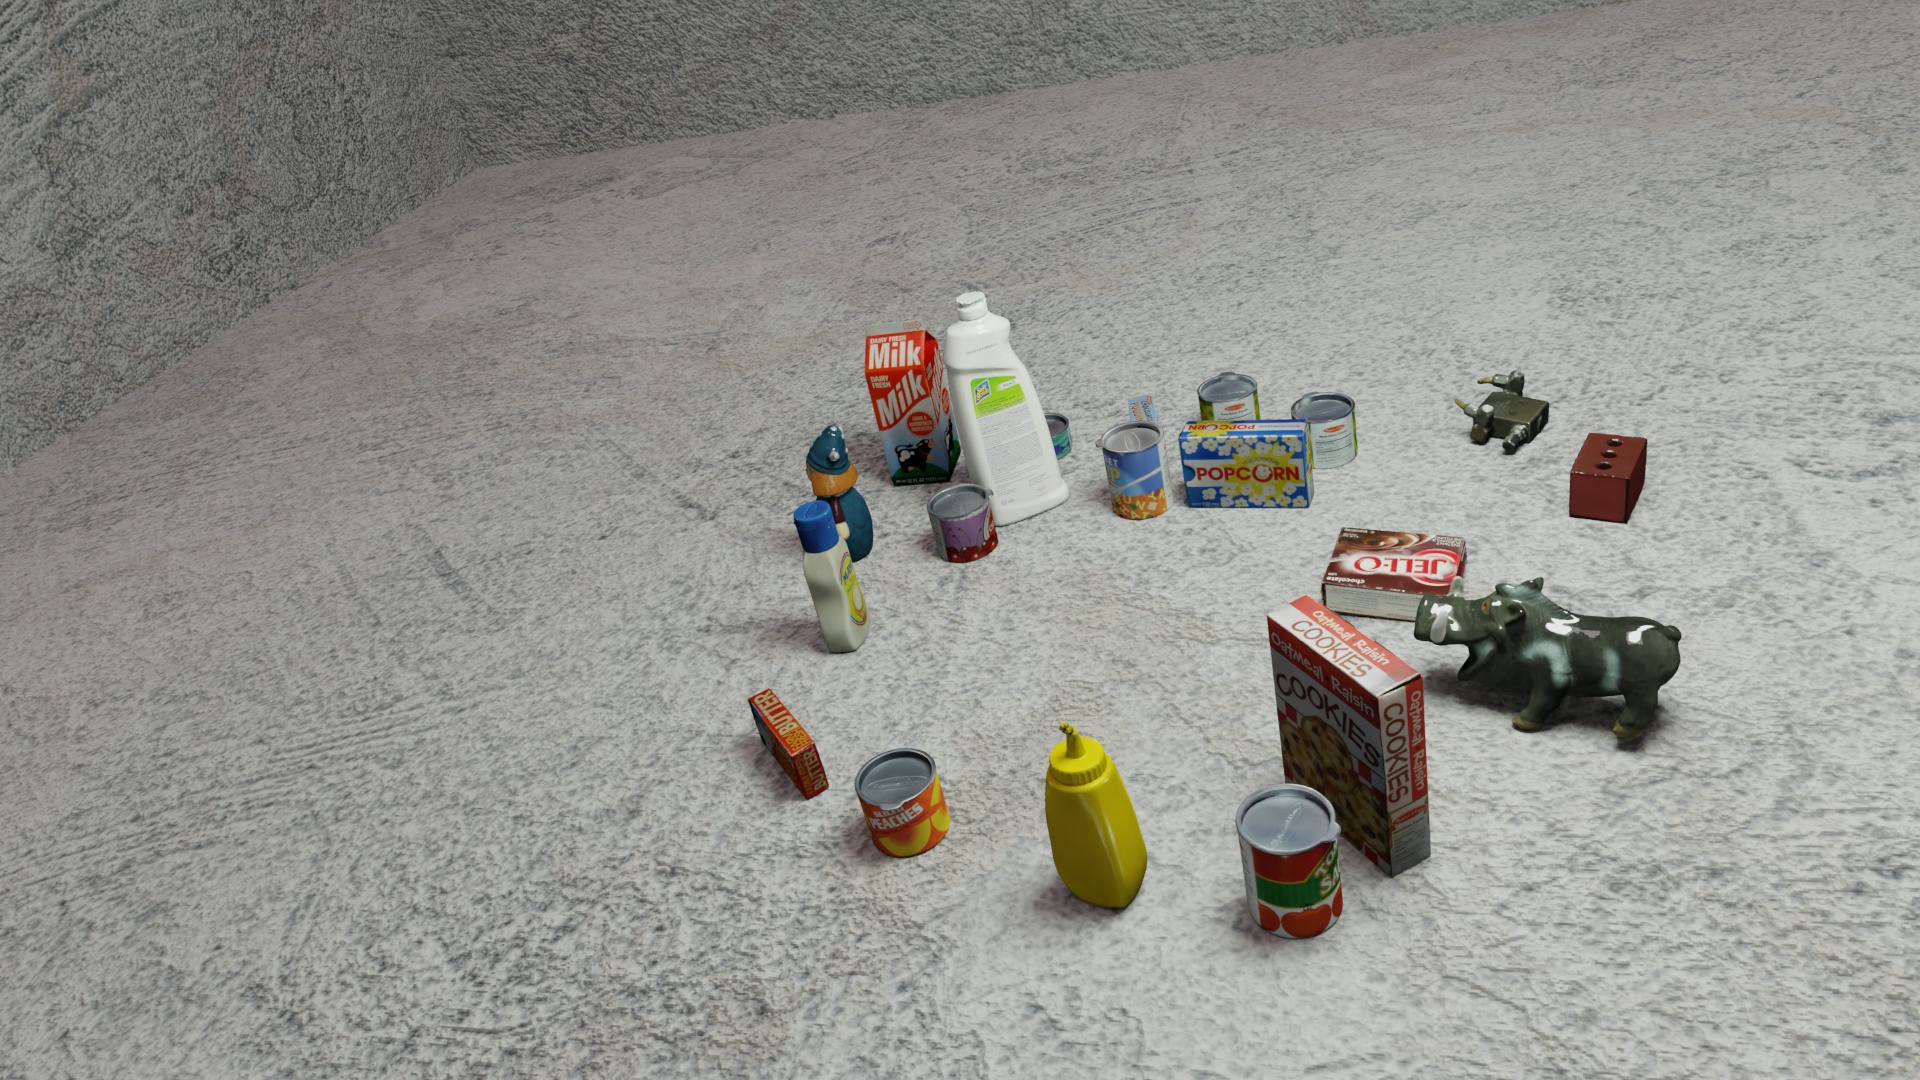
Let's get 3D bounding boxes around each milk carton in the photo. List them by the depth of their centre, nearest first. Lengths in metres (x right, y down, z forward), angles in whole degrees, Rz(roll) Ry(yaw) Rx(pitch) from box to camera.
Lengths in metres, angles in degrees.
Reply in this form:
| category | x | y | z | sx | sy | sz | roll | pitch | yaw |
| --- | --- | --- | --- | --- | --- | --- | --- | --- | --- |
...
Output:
| category | x | y | z | sx | sy | sz | roll | pitch | yaw |
| --- | --- | --- | --- | --- | --- | --- | --- | --- | --- |
| milk carton | -0.056 | -0.163 | 1.587 | 0.072 | 0.189 | 0.074 | -4 | 32 | 16 |

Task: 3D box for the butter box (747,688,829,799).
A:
| category | x | y | z | sx | sy | sz | roll | pitch | yaw |
| --- | --- | --- | --- | --- | --- | --- | --- | --- | --- |
| butter box | -0.150 | 0.175 | 1.204 | 0.024 | 0.053 | 0.104 | -26 | 33 | -19 |

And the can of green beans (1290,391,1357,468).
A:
| category | x | y | z | sx | sy | sz | roll | pitch | yaw |
| --- | --- | --- | --- | --- | --- | --- | --- | --- | --- |
| can of green beans | 0.385 | -0.116 | 1.467 | 0.071 | 0.057 | 0.071 | -10 | 31 | 6 |

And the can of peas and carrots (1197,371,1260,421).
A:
| category | x | y | z | sx | sy | sz | roll | pitch | yaw |
| --- | --- | --- | --- | --- | --- | --- | --- | --- | --- |
| can of peas and carrots | 0.300 | -0.147 | 1.549 | 0.071 | 0.058 | 0.071 | -10 | 31 | 6 |

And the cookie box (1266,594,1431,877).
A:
| category | x | y | z | sx | sy | sz | roll | pitch | yaw |
| --- | --- | --- | --- | --- | --- | --- | --- | --- | --- |
| cookie box | 0.277 | 0.137 | 0.989 | 0.040 | 0.166 | 0.123 | -23 | 32 | -16 |

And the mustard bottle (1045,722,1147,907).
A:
| category | x | y | z | sx | sy | sz | roll | pitch | yaw |
| --- | --- | --- | --- | --- | --- | --- | --- | --- | --- |
| mustard bottle | 0.092 | 0.189 | 0.984 | 0.065 | 0.159 | 0.049 | 9 | 37 | 33 |

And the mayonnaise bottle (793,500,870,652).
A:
| category | x | y | z | sx | sy | sz | roll | pitch | yaw |
| --- | --- | --- | --- | --- | --- | --- | --- | --- | --- |
| mayonnaise bottle | -0.124 | 0.033 | 1.335 | 0.041 | 0.147 | 0.065 | -4 | 32 | 15 |

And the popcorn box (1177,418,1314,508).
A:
| category | x | y | z | sx | sy | sz | roll | pitch | yaw |
| --- | --- | --- | --- | --- | --- | --- | --- | --- | --- |
| popcorn box | 0.292 | -0.078 | 1.415 | 0.126 | 0.084 | 0.038 | 1 | 33 | 23 |

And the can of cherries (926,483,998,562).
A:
| category | x | y | z | sx | sy | sz | roll | pitch | yaw |
| --- | --- | --- | --- | --- | --- | --- | --- | --- | --- |
| can of cherries | 0.005 | -0.018 | 1.455 | 0.071 | 0.058 | 0.072 | -10 | 31 | 6 |

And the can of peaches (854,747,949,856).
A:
| category | x | y | z | sx | sy | sz | roll | pitch | yaw |
| --- | --- | --- | --- | --- | --- | --- | --- | --- | --- |
| can of peaches | -0.046 | 0.210 | 1.103 | 0.071 | 0.057 | 0.071 | -10 | 31 | 6 |

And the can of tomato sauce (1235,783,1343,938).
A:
| category | x | y | z | sx | sy | sz | roll | pitch | yaw |
| --- | --- | --- | --- | --- | --- | --- | --- | --- | --- |
| can of tomato sauce | 0.228 | 0.221 | 0.953 | 0.071 | 0.082 | 0.071 | -10 | 31 | 6 |

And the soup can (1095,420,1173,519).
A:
| category | x | y | z | sx | sy | sz | roll | pitch | yaw |
| --- | --- | --- | --- | --- | --- | --- | --- | --- | --- |
| soup can | 0.182 | -0.073 | 1.450 | 0.071 | 0.083 | 0.072 | -10 | 31 | 6 |

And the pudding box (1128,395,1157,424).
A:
| category | x | y | z | sx | sy | sz | roll | pitch | yaw |
| --- | --- | --- | --- | --- | --- | --- | --- | --- | --- |
| pudding box | 0.207 | -0.122 | 1.554 | 0.030 | 0.049 | 0.084 | -9 | 31 | 8 |

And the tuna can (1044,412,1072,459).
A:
| category | x | y | z | sx | sy | sz | roll | pitch | yaw |
| --- | --- | --- | --- | --- | --- | --- | --- | --- | --- |
| tuna can | 0.093 | -0.117 | 1.608 | 0.071 | 0.032 | 0.071 | -10 | 31 | 6 |
